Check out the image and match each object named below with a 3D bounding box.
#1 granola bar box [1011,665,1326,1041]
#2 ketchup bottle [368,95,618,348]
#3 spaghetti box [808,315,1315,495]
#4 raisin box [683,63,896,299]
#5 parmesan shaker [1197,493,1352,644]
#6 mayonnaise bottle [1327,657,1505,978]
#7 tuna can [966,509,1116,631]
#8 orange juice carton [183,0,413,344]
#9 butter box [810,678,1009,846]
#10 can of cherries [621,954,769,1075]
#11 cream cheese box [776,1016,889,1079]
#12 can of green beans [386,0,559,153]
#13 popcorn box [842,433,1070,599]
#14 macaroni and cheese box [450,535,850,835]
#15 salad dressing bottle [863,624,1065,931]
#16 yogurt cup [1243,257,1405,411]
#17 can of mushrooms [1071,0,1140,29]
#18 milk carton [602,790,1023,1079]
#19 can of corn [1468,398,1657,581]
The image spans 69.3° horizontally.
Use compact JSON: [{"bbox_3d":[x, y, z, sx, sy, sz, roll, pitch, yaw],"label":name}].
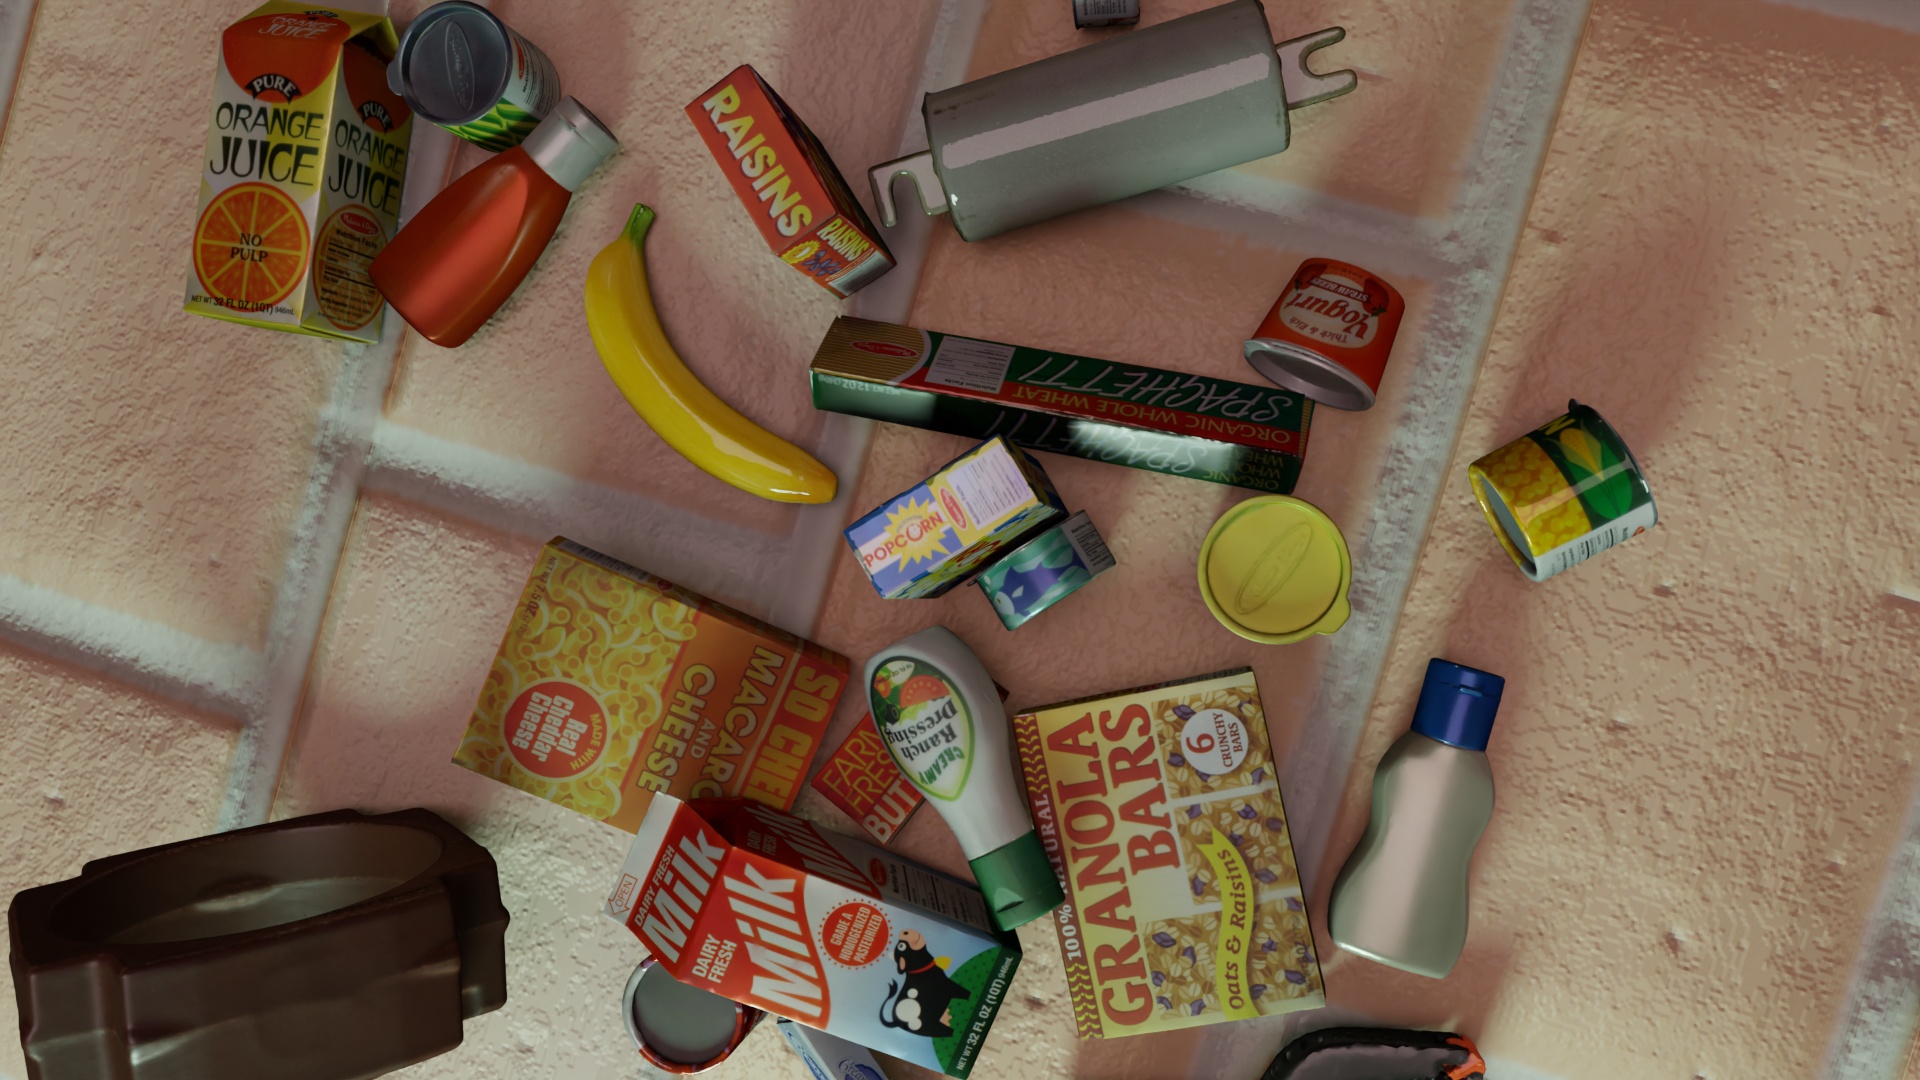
[{"bbox_3d":[0.104,0.156,0.698,0.124,0.039,0.165,-12,88,10],"label":"granola bar box"},{"bbox_3d":[-0.251,-0.177,0.757,0.148,0.043,0.065,-44,84,6],"label":"ketchup bottle"},{"bbox_3d":[0.049,-0.070,0.702,0.250,0.050,0.028,11,136,9],"label":"spaghetti box"},{"bbox_3d":[-0.080,-0.173,0.688,0.040,0.123,0.086,-32,85,9],"label":"raisin box"},{"bbox_3d":[0.148,0.014,0.659,0.071,0.103,0.071,0,90,10],"label":"parmesan shaker"},{"bbox_3d":[0.228,0.133,0.678,0.065,0.041,0.148,16,91,8],"label":"mayonnaise bottle"},{"bbox_3d":[0.041,0.017,0.696,0.071,0.071,0.033,-33,85,8],"label":"tuna can"},{"bbox_3d":[-0.357,-0.210,0.760,0.072,0.073,0.192,9,91,9],"label":"orange juice carton"},{"bbox_3d":[-0.027,0.104,0.727,0.053,0.024,0.103,39,96,9],"label":"butter box"},{"bbox_3d":[-0.133,0.237,0.727,0.071,0.058,0.071,0,90,10],"label":"can of cherries"},{"bbox_3d":[-0.053,0.282,0.715,0.024,0.053,0.104,-35,84,-25],"label":"cream cheese box"},{"bbox_3d":[-0.260,-0.249,0.752,0.071,0.058,0.071,0,90,9],"label":"can of green beans"},{"bbox_3d":[0.002,-0.008,0.672,0.085,0.127,0.038,-31,83,8],"label":"popcorn box"},{"bbox_3d":[-0.157,0.087,0.720,0.166,0.040,0.123,24,95,-8],"label":"macaroni and cheese box"},{"bbox_3d":[0.004,0.116,0.682,0.064,0.044,0.148,-31,81,27],"label":"salad dressing bottle"},{"bbox_3d":[0.180,-0.101,0.676,0.072,0.072,0.054,26,86,9],"label":"yogurt cup"},{"bbox_3d":[0.073,-0.292,0.695,0.033,0.071,0.071,-1,90,10],"label":"can of mushrooms"},{"bbox_3d":[-0.073,0.187,0.684,0.190,0.073,0.072,23,95,-9],"label":"milk carton"},{"bbox_3d":[0.282,-0.024,0.657,0.058,0.071,0.071,-28,85,9],"label":"can of corn"}]
